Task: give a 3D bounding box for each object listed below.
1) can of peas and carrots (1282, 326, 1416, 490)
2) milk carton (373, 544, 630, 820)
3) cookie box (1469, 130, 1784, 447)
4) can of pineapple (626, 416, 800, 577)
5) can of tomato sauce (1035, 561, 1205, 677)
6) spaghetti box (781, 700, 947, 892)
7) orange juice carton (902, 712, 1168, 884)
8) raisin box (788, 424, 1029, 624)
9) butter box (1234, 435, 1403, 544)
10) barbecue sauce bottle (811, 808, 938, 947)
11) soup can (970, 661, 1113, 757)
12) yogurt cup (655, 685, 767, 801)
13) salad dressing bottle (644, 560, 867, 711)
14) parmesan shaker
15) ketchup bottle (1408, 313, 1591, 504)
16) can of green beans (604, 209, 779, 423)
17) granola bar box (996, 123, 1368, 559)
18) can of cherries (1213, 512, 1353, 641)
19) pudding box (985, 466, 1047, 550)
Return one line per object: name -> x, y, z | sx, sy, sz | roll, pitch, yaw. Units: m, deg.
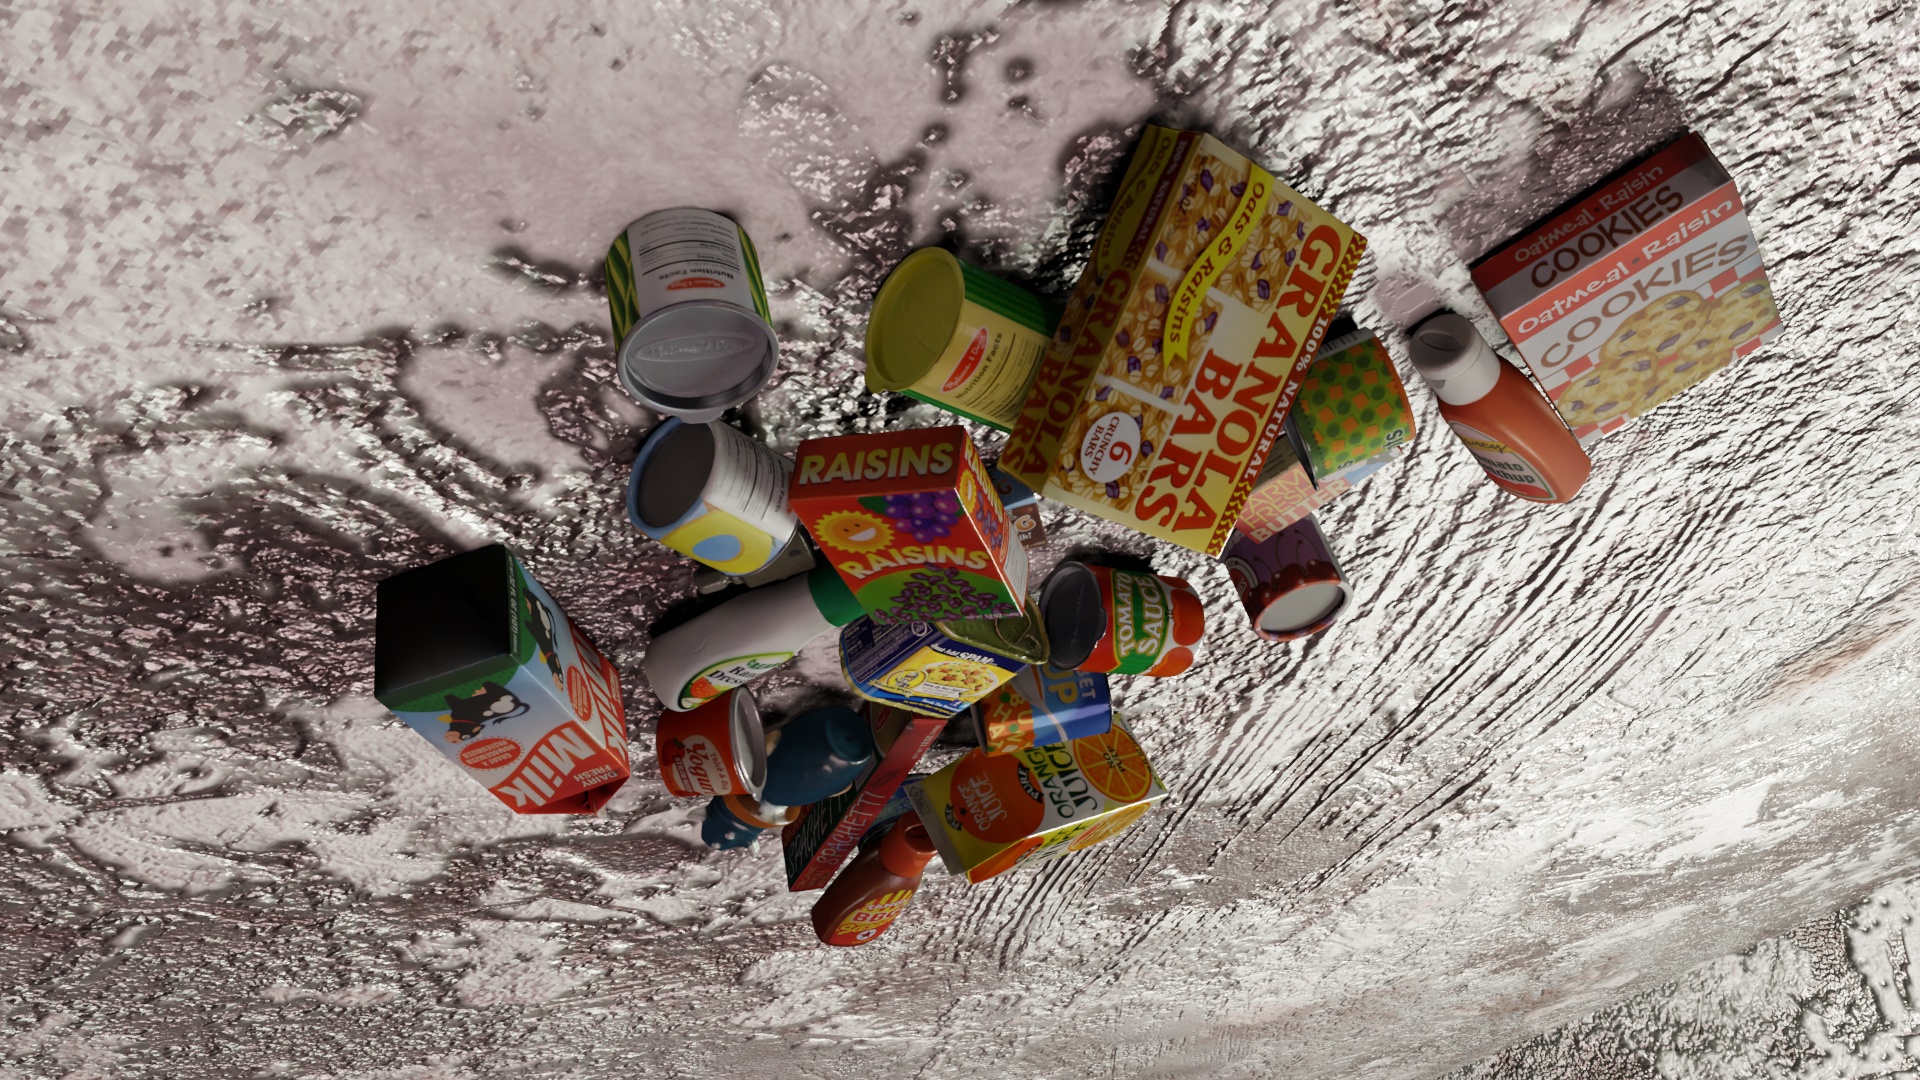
can of peas and carrots -> 0.202, -0.070, 0.736 | 0.058, 0.071, 0.070 | -24, 144, 9
milk carton -> -0.240, 0.090, 0.770 | 0.073, 0.072, 0.189 | -19, 145, 2
cookie box -> 0.362, -0.129, 0.750 | 0.122, 0.040, 0.167 | -33, 143, 22
can of pineapple -> -0.120, -0.022, 0.673 | 0.071, 0.071, 0.058 | -34, 141, 22
can of tomato sauce -> 0.100, 0.050, 0.860 | 0.083, 0.071, 0.070 | 8, 138, -32
spaghetti box -> -0.073, 0.169, 0.967 | 0.029, 0.050, 0.248 | 5, 140, -26
orange juice carton -> 0.049, 0.184, 0.978 | 0.193, 0.072, 0.072 | -6, 147, -42
raisin box -> -0.022, -0.005, 0.692 | 0.086, 0.040, 0.123 | -4, 148, 18
butter box -> 0.202, -0.041, 0.816 | 0.103, 0.024, 0.053 | -35, 141, 23
barbecue sauce bottle -> -0.058, 0.249, 1.026 | 0.065, 0.044, 0.147 | -1, 142, -33
soup can -> 0.051, 0.100, 0.911 | 0.084, 0.071, 0.071 | -10, 144, -8
yogurt cup -> -0.156, 0.128, 0.867 | 0.054, 0.073, 0.072 | -11, 145, 5
salad dressing bottle -> -0.108, 0.048, 0.791 | 0.147, 0.044, 0.064 | -27, 160, 14
parmesan shaker -> 0.015, -0.084, 0.642 | 0.103, 0.071, 0.071 | 17, 133, -40
ketchup bottle -> 0.301, -0.074, 0.784 | 0.148, 0.065, 0.043 | 35, 87, -40
can of green beans -> -0.113, -0.095, 0.581 | 0.071, 0.058, 0.071 | -11, 144, -8
granola bar box -> 0.102, -0.086, 0.631 | 0.124, 0.039, 0.165 | 18, 100, -39
can of cherries -> 0.203, 0.023, 0.874 | 0.071, 0.058, 0.071 | -12, 145, -8
pudding box -> 0.003, -0.010, 0.771 | 0.084, 0.030, 0.049 | -18, 144, 1
